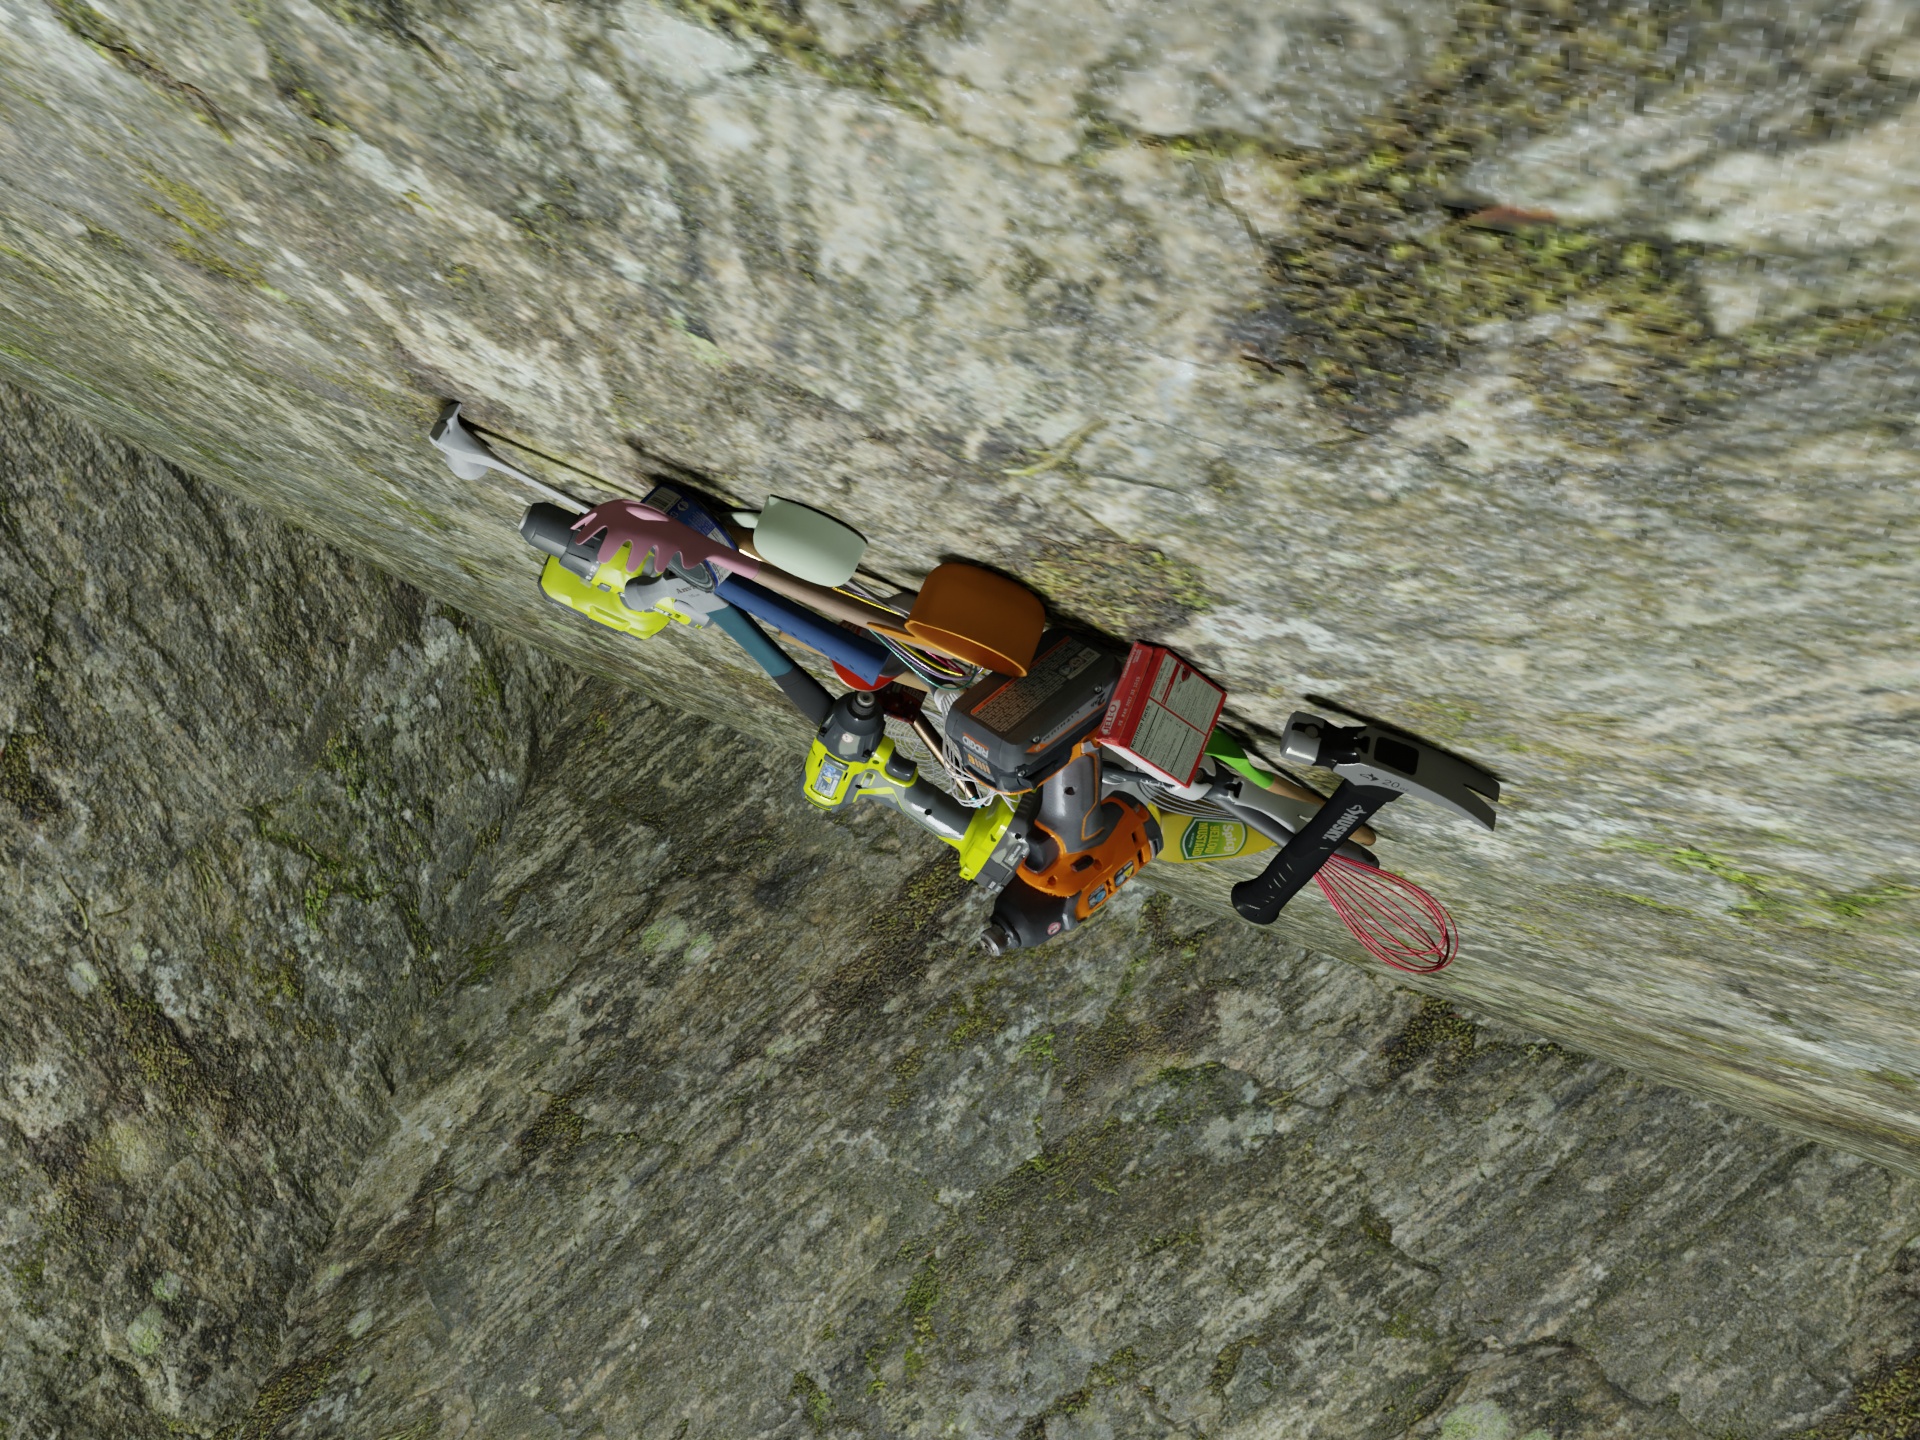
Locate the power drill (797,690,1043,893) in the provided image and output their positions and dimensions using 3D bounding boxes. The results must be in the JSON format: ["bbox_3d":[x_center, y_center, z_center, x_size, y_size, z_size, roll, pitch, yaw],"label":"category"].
[{"bbox_3d":[-0.032,0.060,1.462,0.223,0.080,0.171,26,145,-1],"label":"power drill"}]

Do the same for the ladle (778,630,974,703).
[{"bbox_3d":[-0.021,-0.031,1.437,0.315,0.031,0.069,19,178,-26],"label":"ladle"}]

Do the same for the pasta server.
[{"bbox_3d":[-0.131,-0.095,1.162,0.316,0.040,0.060,21,-157,-34],"label":"pasta server"}]

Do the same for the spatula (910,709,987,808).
[{"bbox_3d":[0.006,0.048,1.603,0.317,0.044,0.082,53,167,-10],"label":"spatula"}]

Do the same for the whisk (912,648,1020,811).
[{"bbox_3d":[-0.001,-0.003,1.297,0.070,0.070,0.285,25,-164,-23],"label":"whisk"}]

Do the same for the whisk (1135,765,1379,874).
[{"bbox_3d":[0.266,0.087,1.429,0.239,0.055,0.055,23,173,1],"label":"whisk"}]

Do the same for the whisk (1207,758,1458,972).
[{"bbox_3d":[0.310,0.121,1.387,0.296,0.073,0.073,37,173,1],"label":"whisk"}]

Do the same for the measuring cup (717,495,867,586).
[{"bbox_3d":[-0.134,-0.126,1.133,0.083,0.038,0.168,28,170,-38],"label":"measuring cup"}]

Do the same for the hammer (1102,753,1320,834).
[{"bbox_3d":[0.141,0.046,1.354,0.149,0.036,0.409,21,175,-24],"label":"hammer"}]

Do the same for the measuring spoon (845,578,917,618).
[{"bbox_3d":[-0.078,-0.110,1.215,0.124,0.018,0.034,29,176,2],"label":"measuring spoon"}]

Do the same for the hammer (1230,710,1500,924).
[{"bbox_3d":[0.264,0.089,1.150,0.146,0.035,0.334,17,156,2],"label":"hammer"}]

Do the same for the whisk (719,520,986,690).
[{"bbox_3d":[-0.086,-0.091,1.256,0.245,0.051,0.047,28,178,-16],"label":"whisk"}]

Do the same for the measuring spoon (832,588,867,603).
[{"bbox_3d":[-0.132,-0.117,1.315,0.117,0.011,0.021,23,173,-6],"label":"measuring spoon"}]

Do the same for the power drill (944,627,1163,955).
[{"bbox_3d":[0.062,0.064,1.146,0.084,0.164,0.226,33,151,40],"label":"power drill"}]

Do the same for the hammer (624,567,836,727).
[{"bbox_3d":[-0.158,-0.041,1.466,0.128,0.033,0.330,-13,140,27],"label":"hammer"}]

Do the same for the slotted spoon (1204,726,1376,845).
[{"bbox_3d":[0.267,0.056,1.326,0.070,0.031,0.313,16,172,46],"label":"slotted spoon"}]

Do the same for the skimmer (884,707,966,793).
[{"bbox_3d":[0.013,0.045,1.789,0.363,0.090,0.127,6,131,60],"label":"skimmer"}]

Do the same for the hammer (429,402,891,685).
[{"bbox_3d":[-0.241,-0.138,1.275,0.405,0.035,0.144,28,173,-2],"label":"hammer"}]

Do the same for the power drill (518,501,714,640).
[{"bbox_3d":[-0.333,-0.142,1.511,0.190,0.080,0.228,23,170,-18],"label":"power drill"}]

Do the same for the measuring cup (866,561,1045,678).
[{"bbox_3d":[-0.010,-0.075,1.089,0.095,0.052,0.174,27,174,-34],"label":"measuring cup"}]
